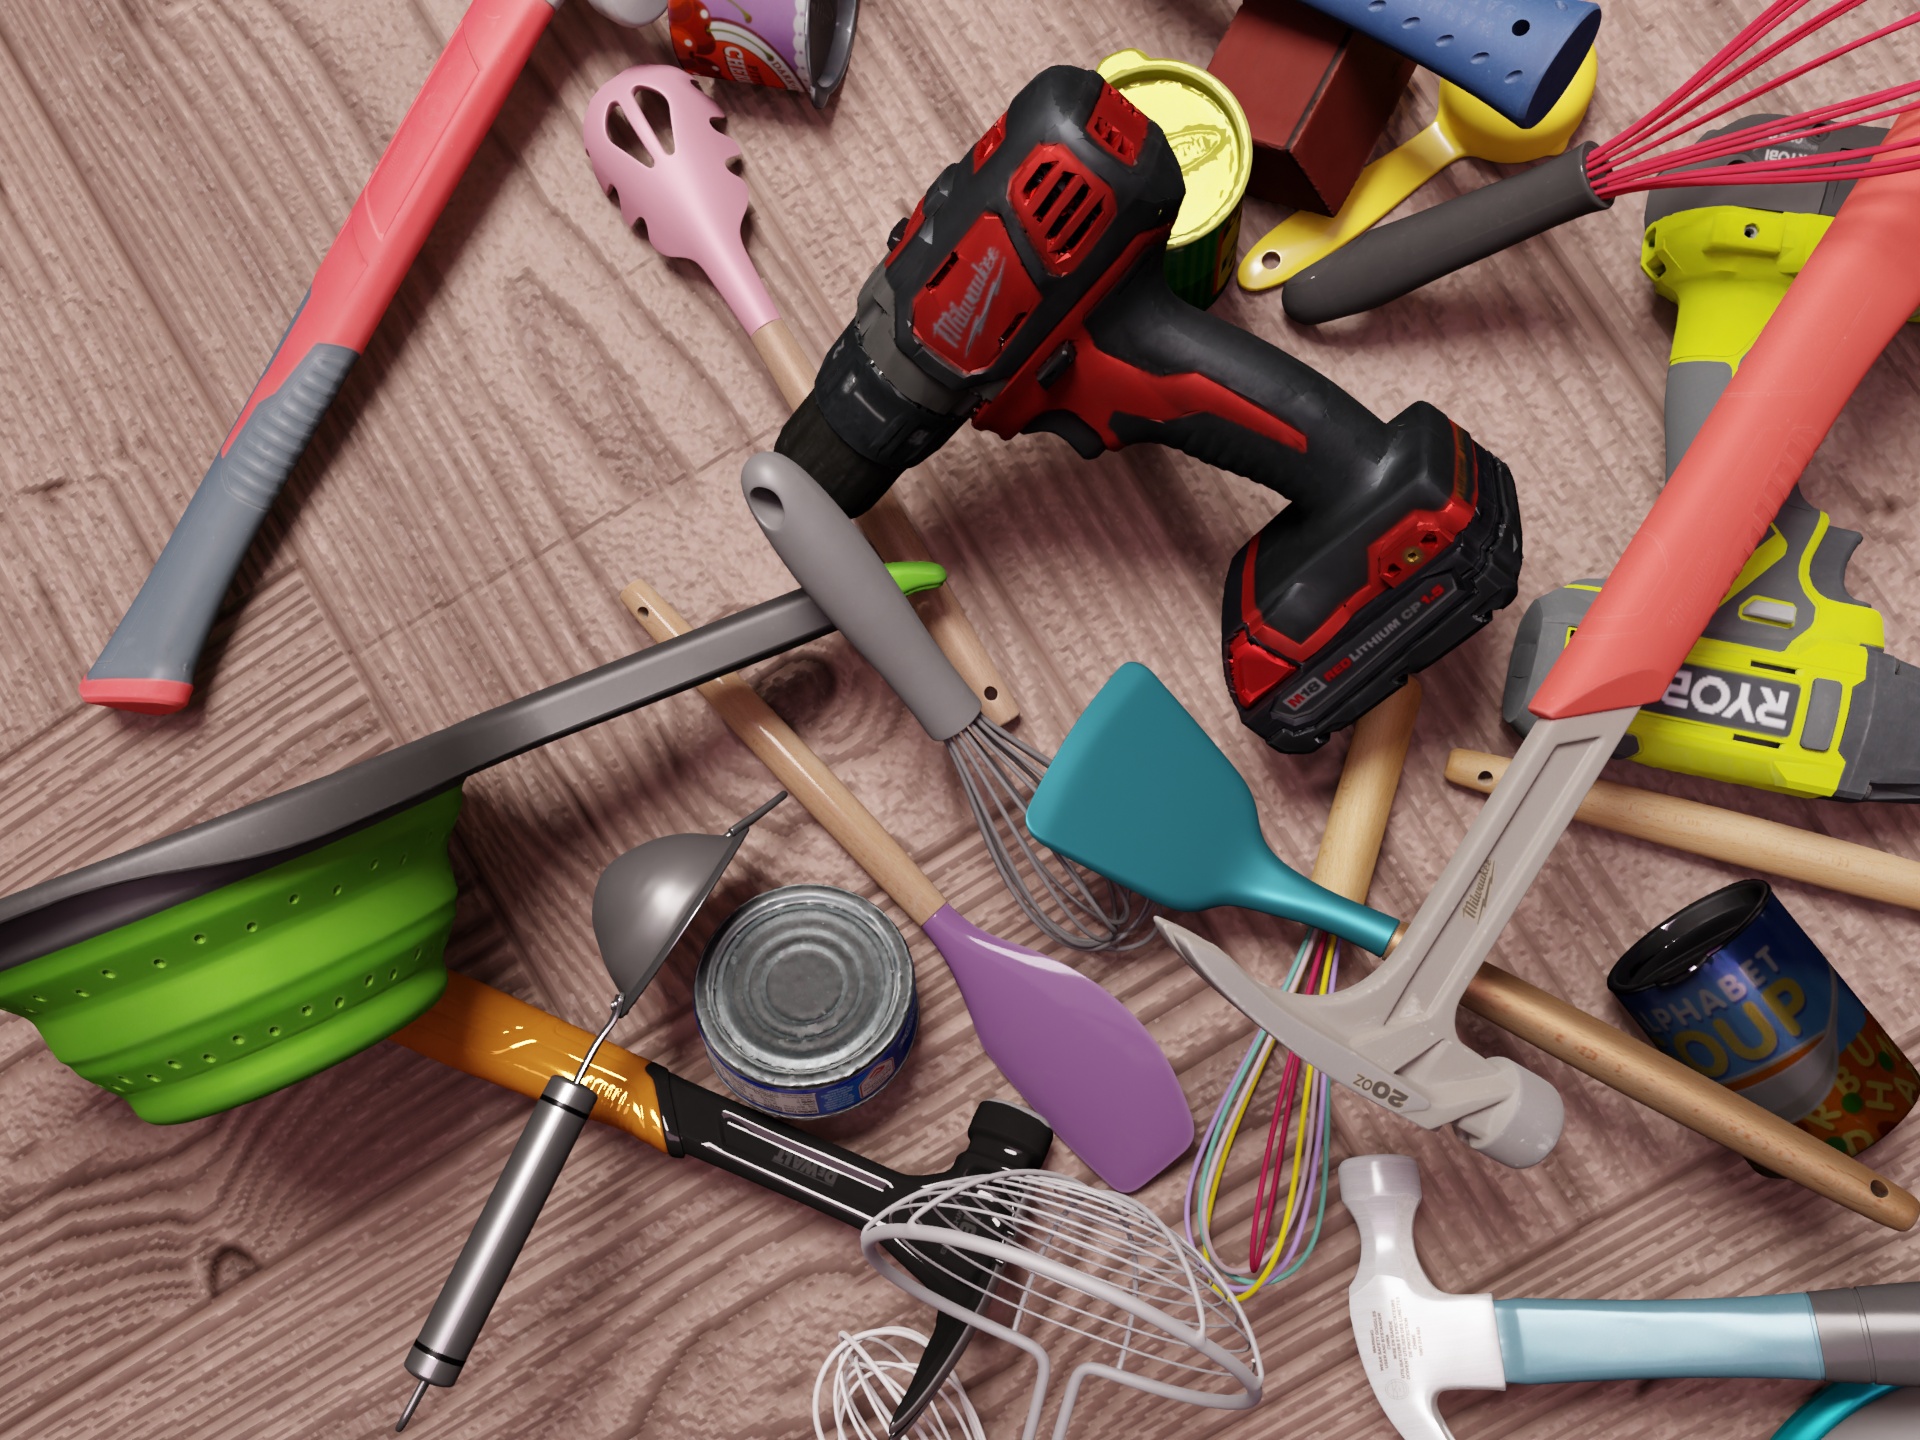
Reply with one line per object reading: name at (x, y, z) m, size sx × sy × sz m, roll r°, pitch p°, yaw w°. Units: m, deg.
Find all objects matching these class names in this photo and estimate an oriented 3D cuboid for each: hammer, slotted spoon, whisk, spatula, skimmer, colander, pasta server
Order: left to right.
hammer at (-0.266, -0.176, 0.660) m, size 0.143 × 0.038 × 0.386 m, roll 36°, pitch 97°, yaw 26°
colander at (-0.177, 0.048, 0.580) m, size 0.397 × 0.204 × 0.094 m, roll -22°, pitch 96°, yaw -10°
hammer at (-0.140, 0.151, 0.622) m, size 0.337 × 0.034 × 0.127 m, roll 21°, pitch 59°, yaw 12°
pasta server at (-0.063, -0.134, 0.645) m, size 0.060 × 0.040 × 0.316 m, roll -32°, pitch 88°, yaw 6°
spatula at (-0.026, 0.057, 0.634) m, size 0.316 × 0.018 × 0.059 m, roll 46°, pitch 111°, yaw 8°
whisk at (-0.001, -0.002, 0.577) m, size 0.055 × 0.055 × 0.238 m, roll -36°, pitch 111°, yaw 5°
skimmer at (0.008, 0.300, 0.529) m, size 0.127 × 0.090 × 0.363 m, roll 16°, pitch 111°, yaw 14°
whisk at (0.024, 0.337, 0.607) m, size 0.058 × 0.059 × 0.246 m, roll -34°, pitch 88°, yaw -22°
hammer at (0.042, -0.322, 0.590) m, size 0.406 × 0.035 × 0.144 m, roll 37°, pitch 95°, yaw 20°
whisk at (0.136, 0.100, 0.601) m, size 0.051 × 0.047 × 0.245 m, roll 16°, pitch 87°, yaw 9°
spatula at (0.175, 0.086, 0.552) m, size 0.317 × 0.044 × 0.082 m, roll 28°, pitch 65°, yaw 16°
hammer at (0.211, -0.041, 0.498) m, size 0.149 × 0.037 × 0.359 m, roll 32°, pitch 90°, yaw -16°
whisk at (0.225, -0.185, 0.516) m, size 0.296 × 0.073 × 0.073 m, roll -12°, pitch 86°, yaw 48°
hammer at (0.299, 0.203, 0.529) m, size 0.331 × 0.033 × 0.128 m, roll -9°, pitch 66°, yaw 19°
slotted spoon at (0.336, 0.055, 0.581) m, size 0.314 × 0.031 × 0.070 m, roll 15°, pitch 108°, yaw 10°

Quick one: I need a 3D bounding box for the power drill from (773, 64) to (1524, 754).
power drill at (0.057, -0.086, 0.552) m, size 0.226 × 0.080 × 0.188 m, roll 35°, pitch 128°, yaw -16°

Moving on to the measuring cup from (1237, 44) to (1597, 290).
measuring cup at (0.173, -0.217, 0.612) m, size 0.156 × 0.029 × 0.062 m, roll -35°, pitch 84°, yaw 6°

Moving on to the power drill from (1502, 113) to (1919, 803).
power drill at (0.305, -0.085, 0.569) m, size 0.171 × 0.080 × 0.223 m, roll 12°, pitch 93°, yaw 8°

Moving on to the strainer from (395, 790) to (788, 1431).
strainer at (-0.140, 0.128, 0.577) m, size 0.050 × 0.087 × 0.258 m, roll 28°, pitch 71°, yaw -10°

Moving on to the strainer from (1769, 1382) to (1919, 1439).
strainer at (0.374, 0.264, 0.535) m, size 0.211 × 0.095 × 0.340 m, roll -3°, pitch 89°, yaw 8°
